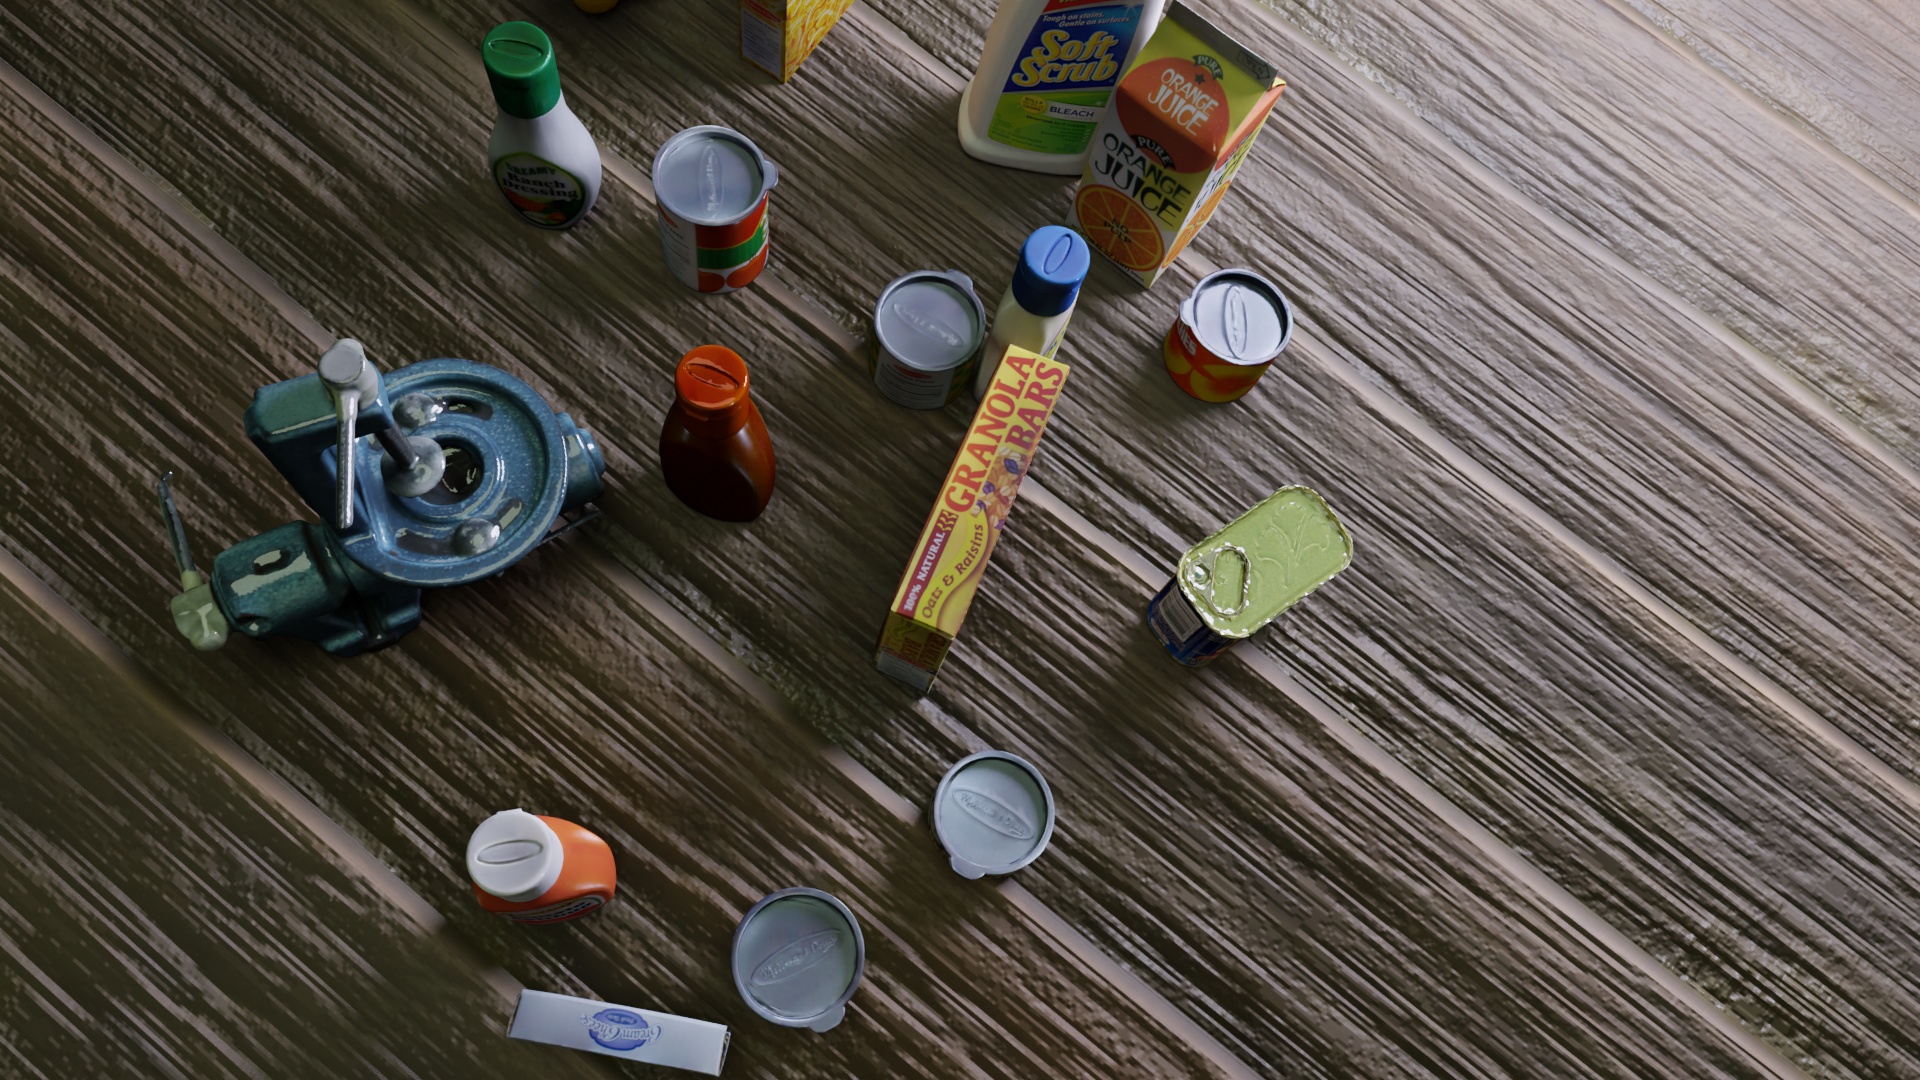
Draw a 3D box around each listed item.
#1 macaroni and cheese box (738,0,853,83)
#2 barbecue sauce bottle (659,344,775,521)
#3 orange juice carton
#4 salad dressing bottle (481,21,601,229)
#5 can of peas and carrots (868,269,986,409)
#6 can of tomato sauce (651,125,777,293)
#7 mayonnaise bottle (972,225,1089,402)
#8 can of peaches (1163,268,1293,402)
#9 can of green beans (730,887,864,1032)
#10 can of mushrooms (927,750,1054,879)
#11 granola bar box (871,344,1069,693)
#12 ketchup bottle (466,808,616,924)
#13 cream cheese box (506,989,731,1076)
[{"bbox_3d":[-0.090,-0.384,0.862,0.040,0.166,0.124,31,70,3],"label":"macaroni and cheese box"},{"bbox_3d":[-0.132,-0.056,0.749,0.065,0.148,0.044,22,70,0],"label":"barbecue sauce bottle"},{"bbox_3d":[0.129,-0.239,0.828,0.072,0.192,0.073,39,71,6],"label":"orange juice carton"},{"bbox_3d":[-0.243,-0.235,0.797,0.064,0.147,0.044,9,70,-5],"label":"salad dressing bottle"},{"bbox_3d":[-0.020,-0.122,0.836,0.071,0.058,0.071,3,71,-7],"label":"can of peas and carrots"},{"bbox_3d":[-0.146,-0.196,0.832,0.071,0.082,0.071,3,71,-7],"label":"can of tomato sauce"},{"bbox_3d":[0.041,-0.127,0.799,0.041,0.147,0.065,29,70,3],"label":"mayonnaise bottle"},{"bbox_3d":[0.163,-0.127,0.865,0.071,0.058,0.071,3,71,-7],"label":"can of peaches"},{"bbox_3d":[-0.084,0.213,0.710,0.071,0.057,0.071,3,71,-7],"label":"can of green beans"},{"bbox_3d":[0.015,0.152,0.758,0.071,0.033,0.071,3,71,-7],"label":"can of mushrooms"},{"bbox_3d":[0.003,-0.010,0.765,0.039,0.123,0.166,23,69,0],"label":"granola bar box"},{"bbox_3d":[-0.204,0.156,0.664,0.065,0.148,0.043,-8,73,-11],"label":"ketchup bottle"},{"bbox_3d":[-0.167,0.244,0.689,0.104,0.053,0.024,12,70,-4],"label":"cream cheese box"}]
